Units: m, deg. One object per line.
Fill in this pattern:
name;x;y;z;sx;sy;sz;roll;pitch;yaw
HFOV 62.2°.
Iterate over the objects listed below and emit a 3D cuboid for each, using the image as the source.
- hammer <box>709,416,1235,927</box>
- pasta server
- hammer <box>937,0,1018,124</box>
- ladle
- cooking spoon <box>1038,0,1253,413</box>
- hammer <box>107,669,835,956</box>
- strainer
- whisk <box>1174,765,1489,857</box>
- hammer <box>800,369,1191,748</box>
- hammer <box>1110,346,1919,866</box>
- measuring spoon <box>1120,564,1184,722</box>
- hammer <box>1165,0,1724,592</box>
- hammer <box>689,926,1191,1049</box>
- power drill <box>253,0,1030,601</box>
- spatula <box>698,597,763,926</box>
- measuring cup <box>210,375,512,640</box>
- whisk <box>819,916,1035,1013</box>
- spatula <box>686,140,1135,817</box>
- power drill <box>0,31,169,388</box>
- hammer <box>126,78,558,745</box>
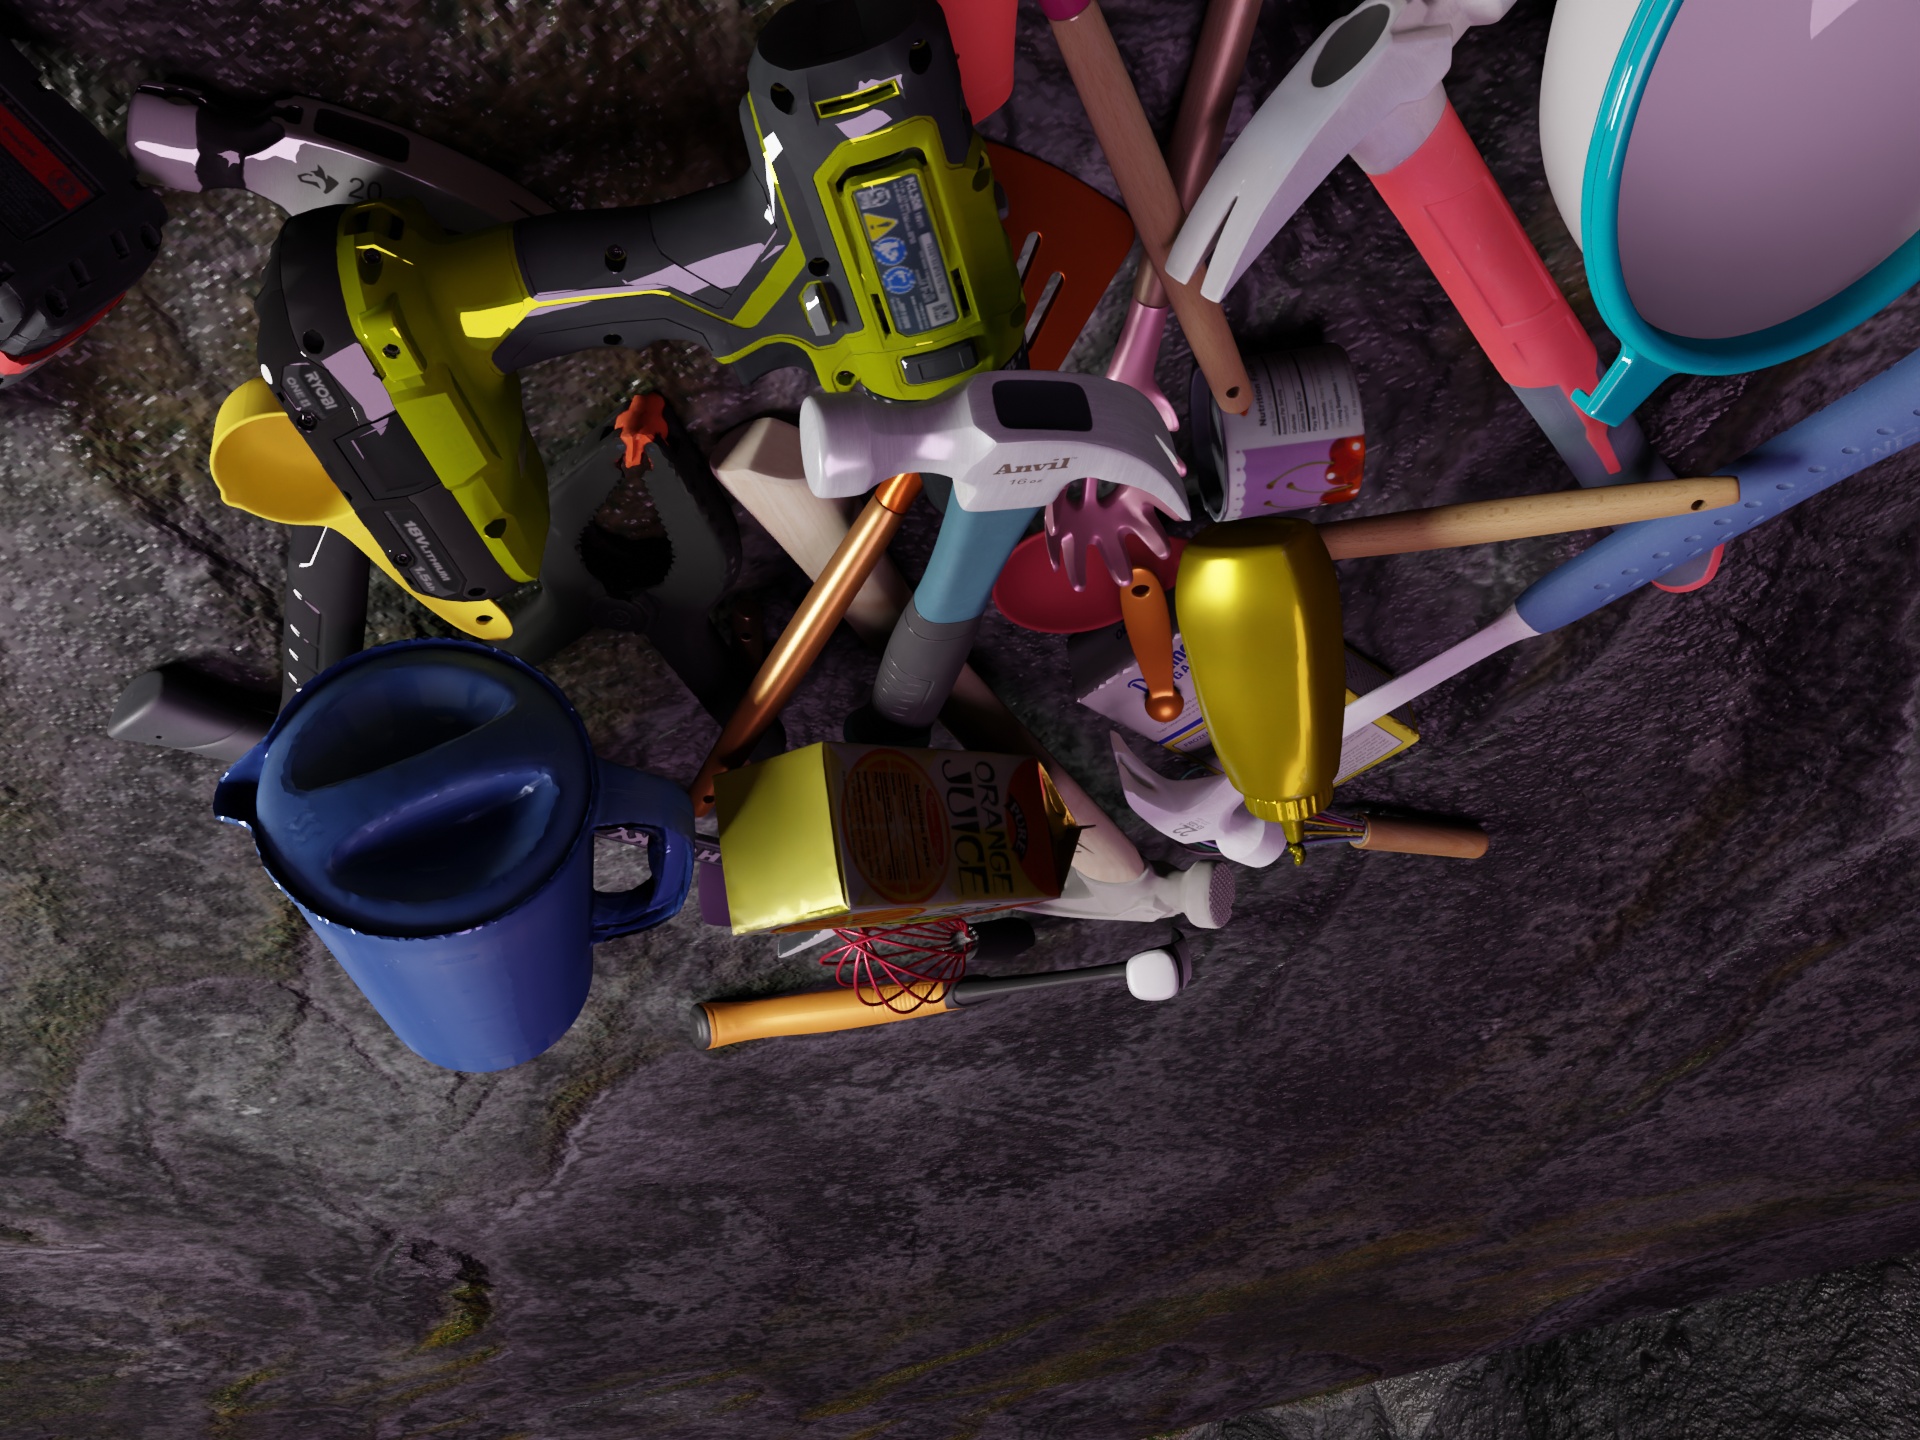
hammer;-0.001;-0.003;0.799;0.146;0.038;0.410;-1;147;34
pasta server;0.079;-0.173;0.580;0.060;0.040;0.316;-8;141;-18
hammer;0.025;-0.309;0.395;0.149;0.037;0.358;5;142;-17
ladle;0.162;-0.078;0.688;0.315;0.031;0.069;-5;142;25
cooking spoon;0.043;-0.202;0.497;0.069;0.017;0.318;-27;141;10
hammer;-0.217;0.047;0.827;0.408;0.036;0.149;17;142;-25
strainer;0.240;-0.263;0.450;0.211;0.095;0.340;-28;137;-6
whisk;0.220;0.062;0.955;0.244;0.051;0.047;7;163;-27
hammer;-0.008;-0.041;0.608;0.128;0.033;0.331;-7;164;-12
hammer;0.244;-0.042;0.715;0.144;0.035;0.405;21;137;-41
measuring spoon;0.090;-0.032;0.740;0.021;0.011;0.116;-9;144;9
hammer;0.228;-0.133;0.645;0.143;0.038;0.385;-49;136;9
hammer;-0.016;0.179;1.046;0.337;0.034;0.127;-10;176;13
power drill;-0.089;-0.119;0.532;0.228;0.080;0.190;-15;137;5
spatula;-0.115;0.038;0.865;0.059;0.018;0.315;2;145;-6
measuring cup;-0.218;-0.077;0.604;0.062;0.029;0.156;-20;149;10
whisk;-0.005;0.127;0.909;0.073;0.073;0.295;-19;168;15
spatula;-0.041;-0.076;0.648;0.081;0.041;0.322;15;128;-31
power drill;-0.372;-0.137;0.509;0.219;0.079;0.143;-25;119;32
hammer;-0.243;-0.080;0.632;0.146;0.035;0.334;6;135;-20
